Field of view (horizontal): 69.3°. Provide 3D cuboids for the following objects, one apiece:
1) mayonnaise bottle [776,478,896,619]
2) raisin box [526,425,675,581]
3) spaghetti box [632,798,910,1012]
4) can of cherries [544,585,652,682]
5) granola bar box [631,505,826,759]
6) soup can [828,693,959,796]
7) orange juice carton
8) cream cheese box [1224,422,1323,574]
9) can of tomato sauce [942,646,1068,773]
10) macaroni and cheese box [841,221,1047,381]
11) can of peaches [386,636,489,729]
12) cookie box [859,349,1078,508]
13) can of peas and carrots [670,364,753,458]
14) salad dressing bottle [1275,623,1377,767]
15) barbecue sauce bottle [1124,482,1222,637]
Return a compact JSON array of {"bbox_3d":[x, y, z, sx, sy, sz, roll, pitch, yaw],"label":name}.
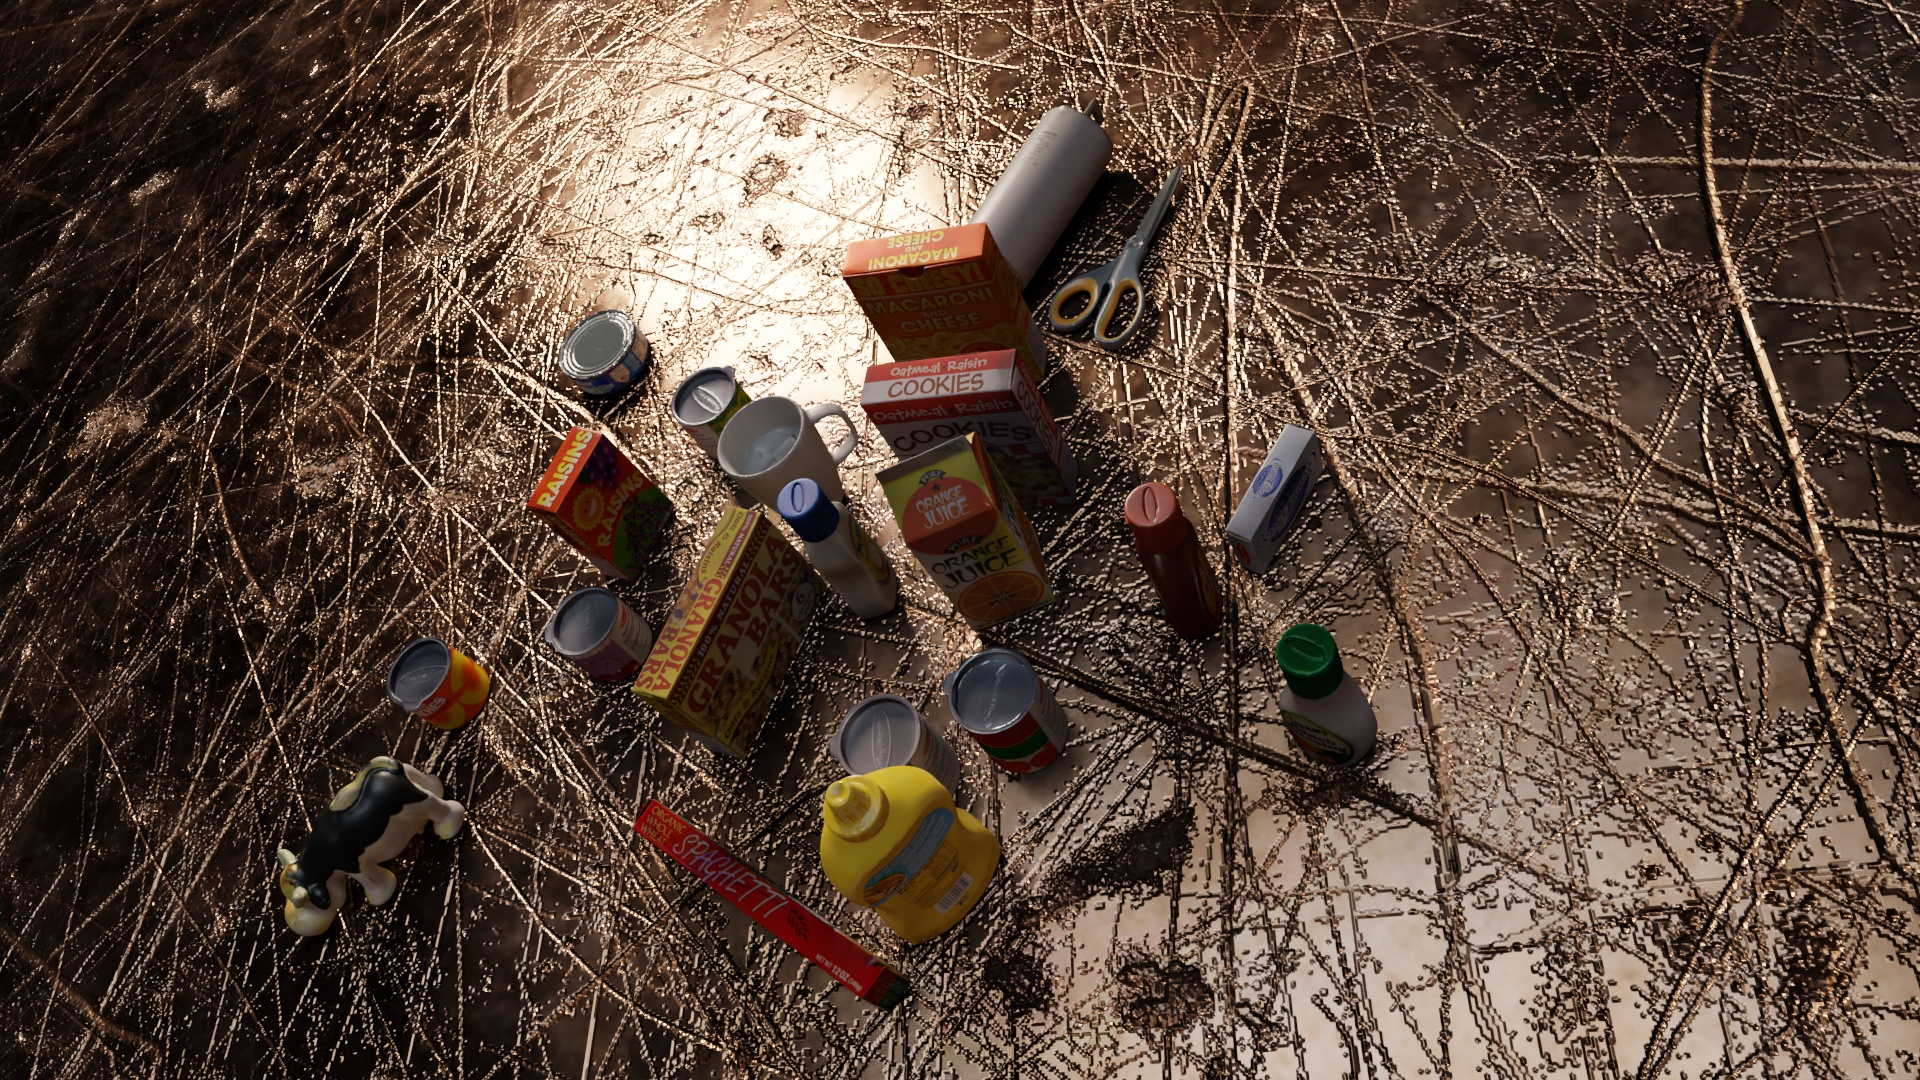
[{"bbox_3d":[-0.096,0.004,1.096,0.041,0.147,0.065,-18,55,12],"label":"mayonnaise bottle"},{"bbox_3d":[-0.315,-0.031,1.225,0.040,0.123,0.086,13,66,29],"label":"raisin box"},{"bbox_3d":[-0.144,0.263,1.018,0.250,0.050,0.029,25,73,33],"label":"spaghetti box"},{"bbox_3d":[-0.311,0.081,1.194,0.071,0.058,0.072,-11,57,17],"label":"can of cherries"},{"bbox_3d":[-0.178,0.074,1.102,0.039,0.123,0.166,11,66,28],"label":"granola bar box"},{"bbox_3d":[-0.047,0.159,1.020,0.071,0.083,0.071,-11,57,17],"label":"soup can"},{"bbox_3d":[0.004,-0.013,1.037,0.072,0.192,0.073,-21,55,10],"label":"orange juice carton"},{"bbox_3d":[0.235,-0.031,1.037,0.024,0.053,0.104,23,71,32],"label":"cream cheese box"},{"bbox_3d":[0.034,0.125,1.008,0.071,0.083,0.071,-11,57,17],"label":"can of tomato sauce"},{"bbox_3d":[-0.009,-0.190,1.168,0.123,0.166,0.040,-4,59,21],"label":"macaroni and cheese box"},{"bbox_3d":[-0.462,0.129,1.229,0.071,0.058,0.071,-11,57,17],"label":"can of peaches"},{"bbox_3d":[0.010,-0.082,1.092,0.123,0.167,0.040,-4,59,21],"label":"cookie box"},{"bbox_3d":[-0.222,-0.119,1.280,0.071,0.058,0.071,-11,57,17],"label":"can of peas and carrots"},{"bbox_3d":[0.233,0.100,0.899,0.064,0.147,0.044,26,73,33],"label":"salad dressing bottle"},{"bbox_3d":[0.151,0.012,0.987,0.043,0.148,0.065,-13,57,16],"label":"barbecue sauce bottle"}]
